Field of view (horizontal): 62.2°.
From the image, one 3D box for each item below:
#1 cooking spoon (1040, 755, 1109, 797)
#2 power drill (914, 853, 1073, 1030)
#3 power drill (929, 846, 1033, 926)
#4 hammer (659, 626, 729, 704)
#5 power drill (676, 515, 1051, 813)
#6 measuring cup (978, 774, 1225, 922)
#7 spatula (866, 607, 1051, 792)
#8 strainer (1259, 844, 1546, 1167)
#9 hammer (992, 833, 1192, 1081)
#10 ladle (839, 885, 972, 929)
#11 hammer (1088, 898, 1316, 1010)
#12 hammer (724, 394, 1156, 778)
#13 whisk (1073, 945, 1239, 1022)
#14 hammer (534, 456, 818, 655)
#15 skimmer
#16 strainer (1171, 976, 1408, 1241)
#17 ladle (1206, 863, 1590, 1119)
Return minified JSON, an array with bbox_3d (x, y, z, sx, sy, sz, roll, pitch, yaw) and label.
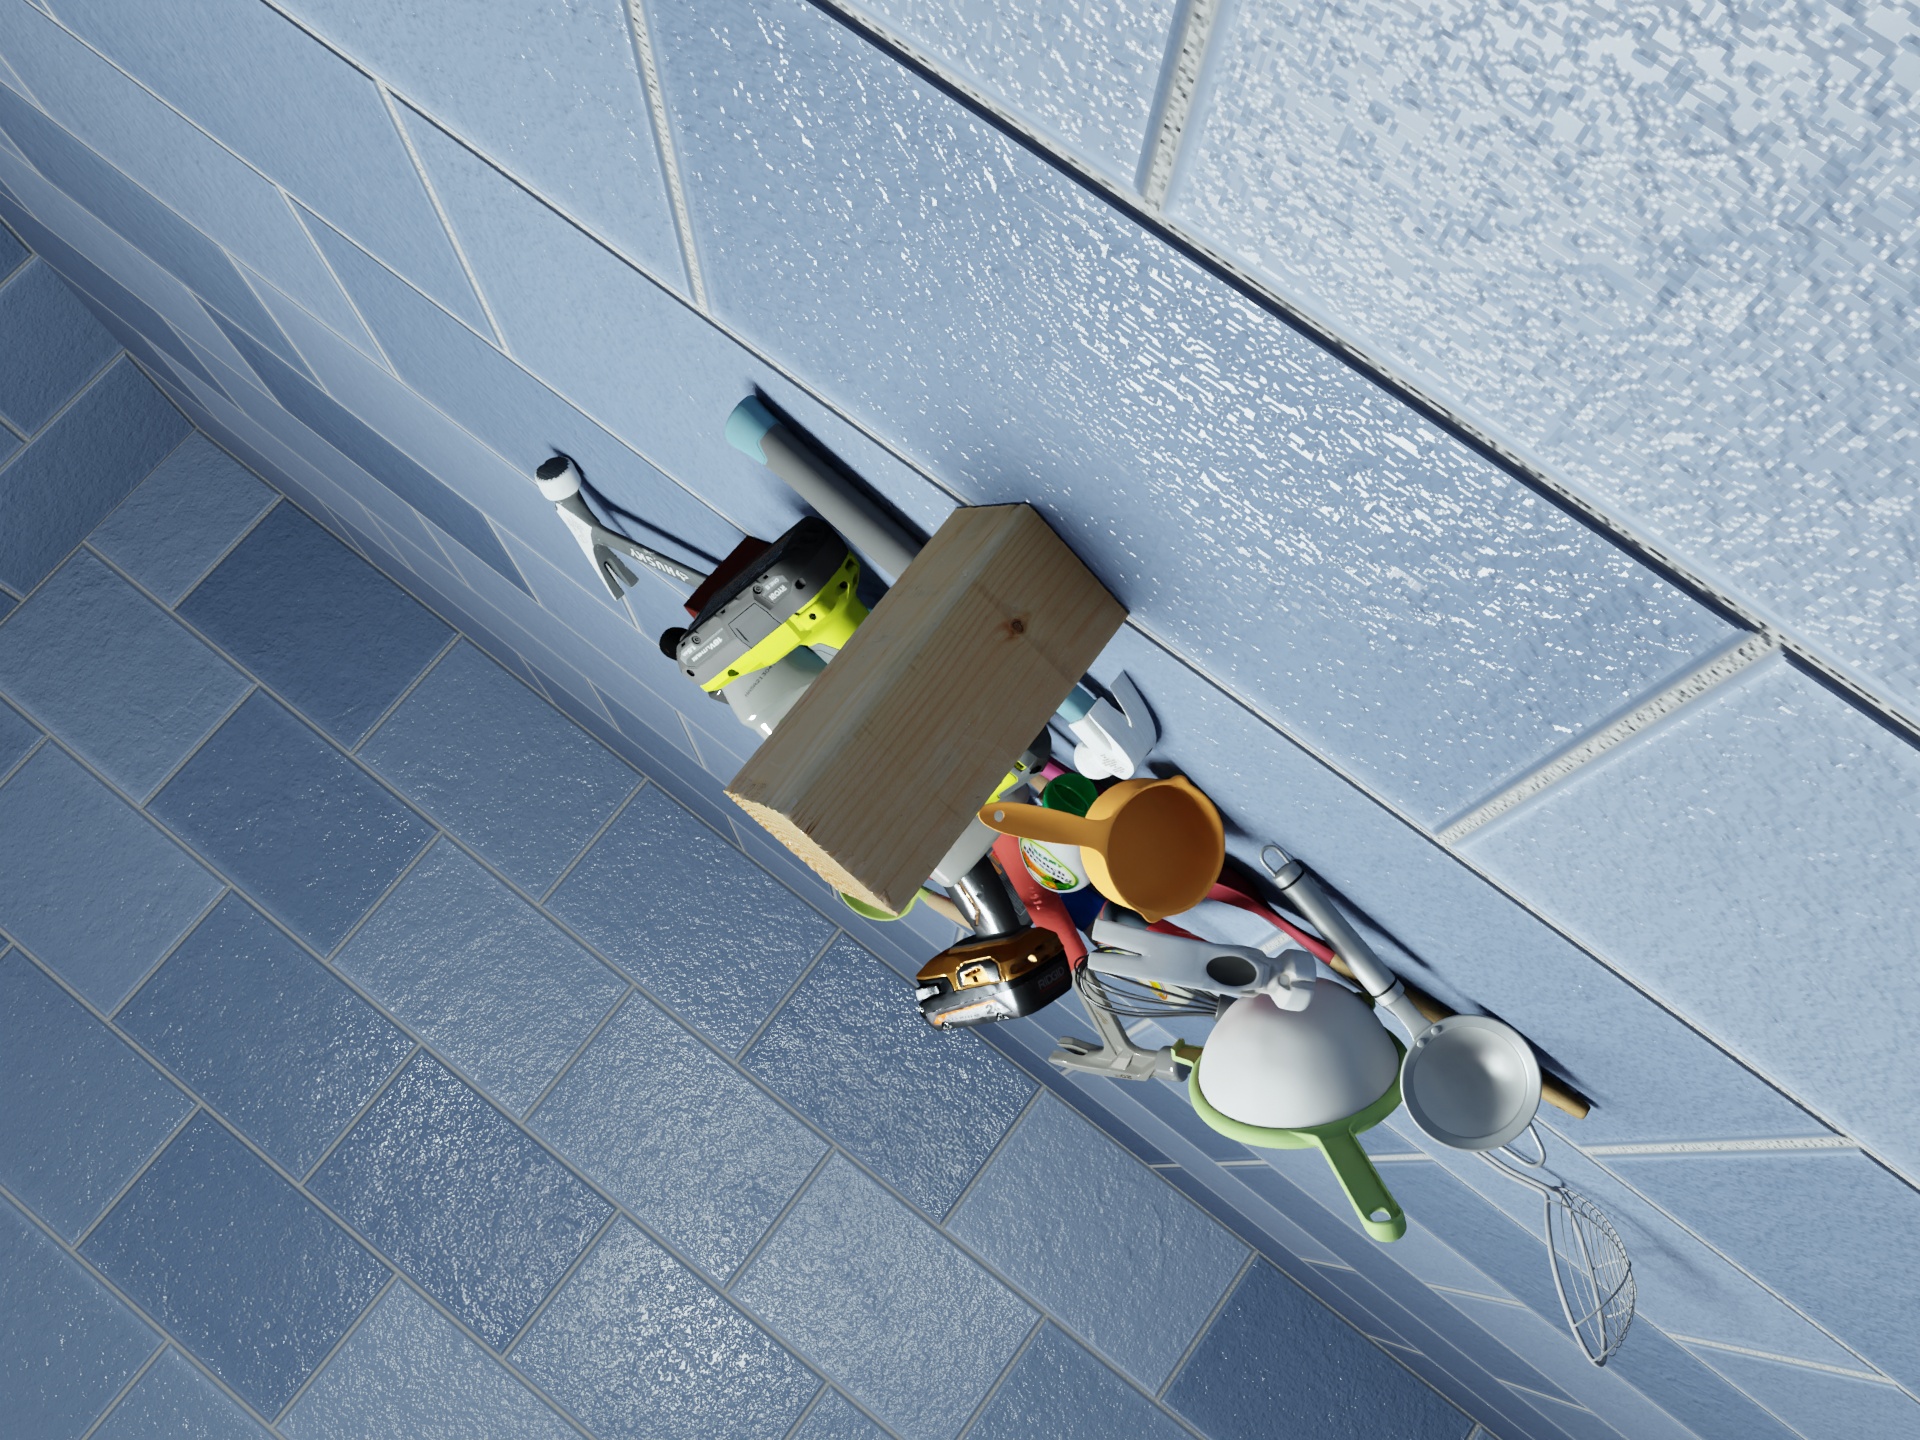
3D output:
[{"bbox_3d":[0.036,0.016,1.109,0.318,0.017,0.068,31,159,-8],"label":"cooking spoon"},{"bbox_3d":[-0.021,0.130,1.284,0.185,0.084,0.226,-19,92,40],"label":"power drill"},{"bbox_3d":[-0.012,0.117,1.518,0.143,0.078,0.220,47,166,-30],"label":"power drill"},{"bbox_3d":[-0.184,-0.037,1.336,0.146,0.035,0.335,21,-179,-28],"label":"hammer"},{"bbox_3d":[-0.073,-0.009,1.059,0.171,0.080,0.223,-35,108,28],"label":"power drill"},{"bbox_3d":[0.083,0.072,1.017,0.173,0.095,0.052,12,178,-20],"label":"measuring cup"},{"bbox_3d":[-0.002,-0.004,1.170,0.317,0.044,0.082,44,161,-24],"label":"spatula"},{"bbox_3d":[0.278,0.177,1.010,0.258,0.087,0.050,49,-176,0],"label":"strainer"},{"bbox_3d":[0.080,0.189,1.406,0.149,0.037,0.358,0,130,40],"label":"hammer"},{"bbox_3d":[-0.021,0.176,1.437,0.078,0.062,0.320,55,162,-23],"label":"ladle"},{"bbox_3d":[0.136,0.158,1.176,0.143,0.038,0.386,11,177,-5],"label":"hammer"},{"bbox_3d":[-0.011,-0.079,0.977,0.331,0.033,0.128,40,167,-6],"label":"hammer"},{"bbox_3d":[0.204,0.227,1.255,0.239,0.055,0.055,14,162,7],"label":"whisk"},{"bbox_3d":[-0.204,-0.106,1.346,0.409,0.036,0.149,27,152,34],"label":"hammer"},{"bbox_3d":[0.366,0.345,1.243,0.363,0.090,0.127,36,-163,22],"label":"skimmer"},{"bbox_3d":[0.230,0.233,1.026,0.256,0.151,0.069,-108,3,-71],"label":"strainer"},{"bbox_3d":[0.274,0.173,1.069,0.315,0.031,0.069,32,173,20],"label":"ladle"}]
